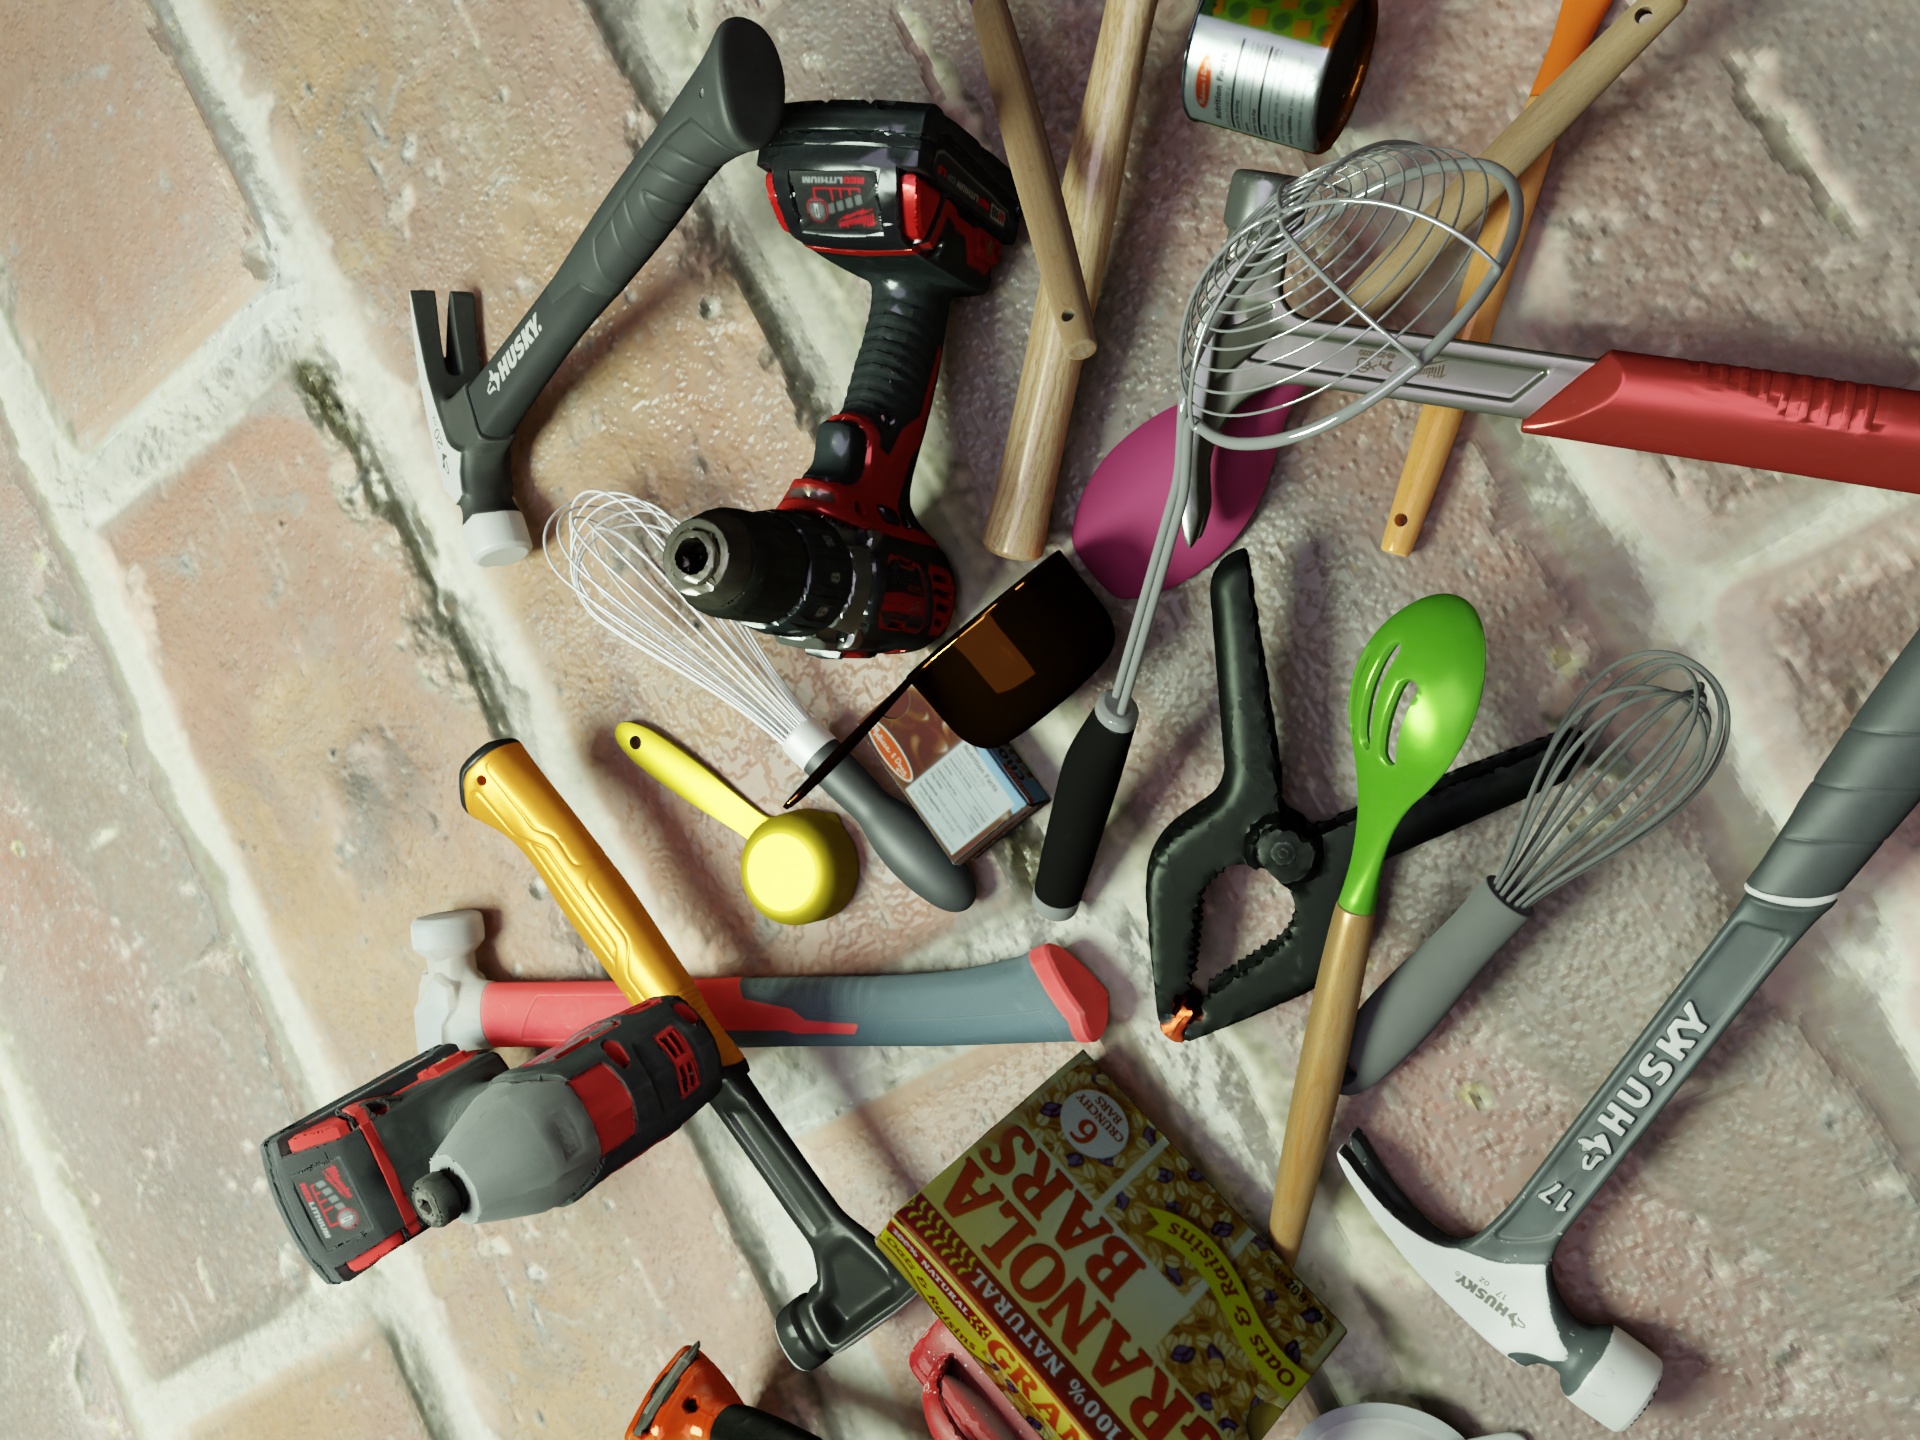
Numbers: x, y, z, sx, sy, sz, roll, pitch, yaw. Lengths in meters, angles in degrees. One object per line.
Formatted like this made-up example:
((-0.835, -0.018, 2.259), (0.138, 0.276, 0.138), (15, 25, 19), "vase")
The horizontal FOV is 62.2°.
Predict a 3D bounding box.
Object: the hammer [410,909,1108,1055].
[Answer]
((-0.112, 0.161, 0.796), (0.386, 0.038, 0.143), (-5, 93, 24), "hammer")

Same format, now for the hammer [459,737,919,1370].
((-0.129, 0.140, 0.761), (0.127, 0.034, 0.337), (-43, 79, 22), "hammer")

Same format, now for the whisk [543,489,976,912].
((-0.095, -0.012, 0.771), (0.285, 0.070, 0.070), (44, 109, 9), "whisk")

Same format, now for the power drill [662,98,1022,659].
((-0.051, -0.139, 0.671), (0.080, 0.187, 0.226), (10, 93, 24), "power drill")

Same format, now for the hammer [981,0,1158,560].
((0.057, -0.229, 0.671), (0.031, 0.130, 0.331), (8, 108, -12), "hammer")

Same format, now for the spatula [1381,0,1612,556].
((0.220, -0.221, 0.624), (0.081, 0.041, 0.322), (22, 103, 28), "spatula")

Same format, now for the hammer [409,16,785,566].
((-0.174, -0.201, 0.725), (0.335, 0.035, 0.146), (-29, 76, 49), "hammer")

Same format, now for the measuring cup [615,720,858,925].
((-0.121, 0.046, 0.795), (0.156, 0.029, 0.062), (34, 106, 16), "measuring cup")

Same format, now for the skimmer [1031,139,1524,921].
((0.103, -0.045, 0.619), (0.090, 0.127, 0.363), (7, 130, -7), "skimmer")

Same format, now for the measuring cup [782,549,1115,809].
((-0.001, -0.002, 0.675), (0.052, 0.174, 0.095), (48, 151, -5), "measuring cup")

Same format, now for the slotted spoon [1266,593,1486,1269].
((0.156, 0.098, 0.642), (0.031, 0.070, 0.313), (-2, 114, -17), "slotted spoon")

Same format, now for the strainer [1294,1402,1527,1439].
((0.125, 0.357, 0.707), (0.258, 0.050, 0.087), (-23, 99, 26), "strainer")

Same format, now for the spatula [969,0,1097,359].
((0.015, -0.284, 0.673), (0.060, 0.018, 0.316), (-24, 65, 25), "spatula")

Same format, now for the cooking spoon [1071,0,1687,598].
((0.158, -0.165, 0.647), (0.319, 0.017, 0.069), (-45, 76, 28), "cooking spoon")

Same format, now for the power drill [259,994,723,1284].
((-0.221, 0.192, 0.724), (0.219, 0.143, 0.078), (-23, 93, 41), "power drill")

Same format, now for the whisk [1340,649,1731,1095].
((0.214, 0.069, 0.630), (0.055, 0.055, 0.239), (41, 120, 16), "whisk")

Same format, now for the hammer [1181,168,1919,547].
((0.263, -0.108, 0.596), (0.359, 0.037, 0.149), (13, 111, 16), "hammer")

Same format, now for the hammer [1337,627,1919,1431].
((0.294, 0.076, 0.594), (0.149, 0.036, 0.408), (34, 112, 20), "hammer")
